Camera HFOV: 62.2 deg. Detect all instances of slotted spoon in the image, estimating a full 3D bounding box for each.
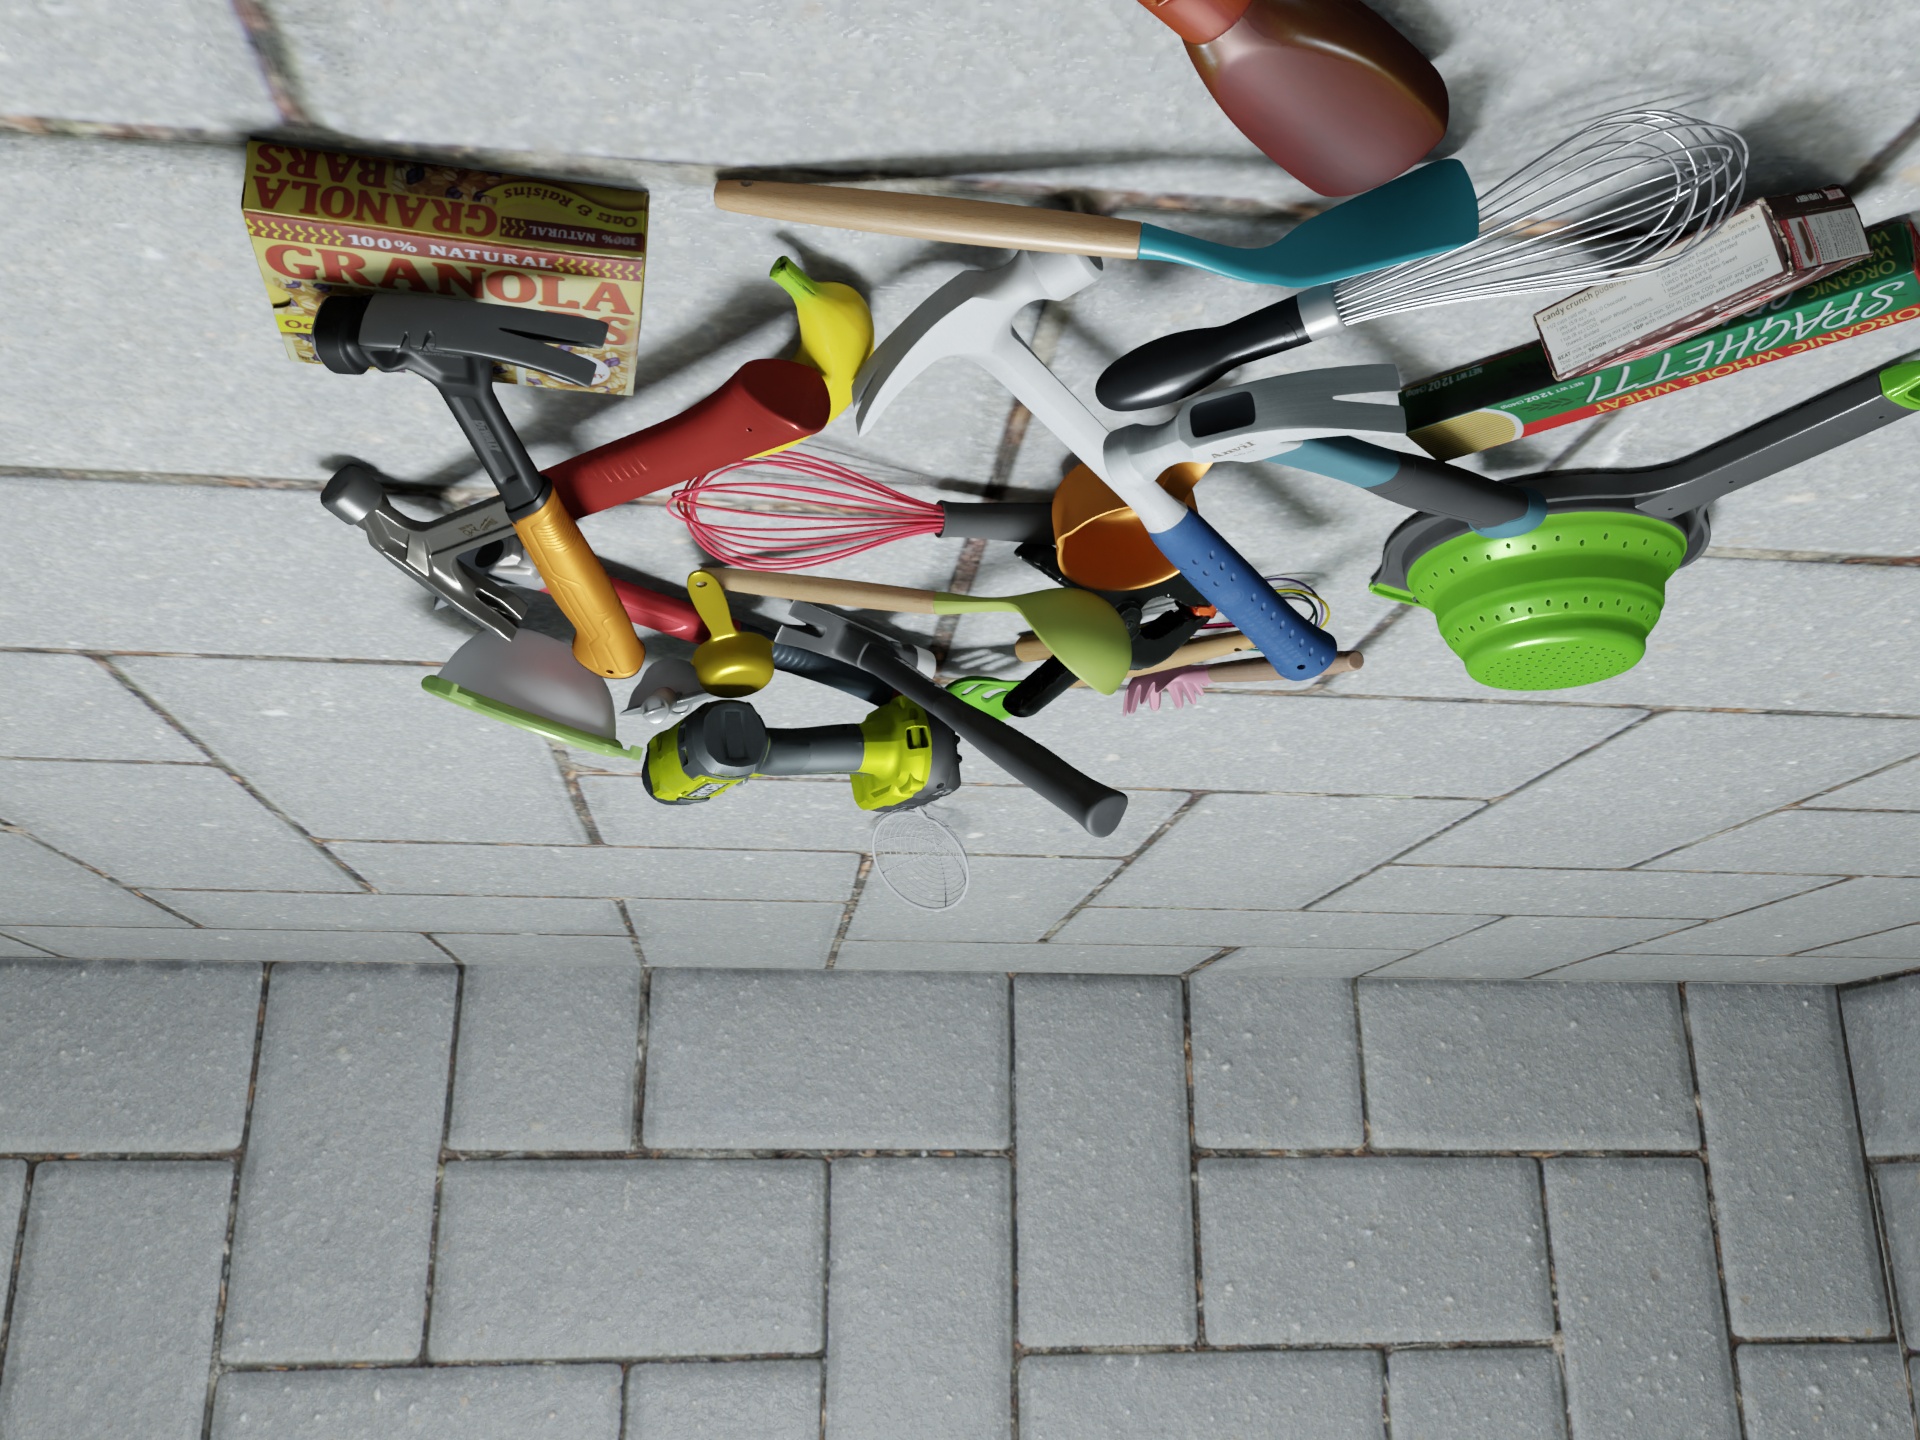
[{"bbox_3d":[0.095,-0.034,1.193,0.070,0.031,0.314,24,156,-38],"label":"slotted spoon"}]

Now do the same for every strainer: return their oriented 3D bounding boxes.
[{"bbox_3d":[-0.217,-0.018,1.173,0.087,0.050,0.258,-14,-174,-6],"label":"strainer"},{"bbox_3d":[-0.332,-0.035,1.209,0.151,0.069,0.256,21,178,-27],"label":"strainer"}]

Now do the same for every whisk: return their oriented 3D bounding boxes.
[{"bbox_3d":[0.187,-0.189,0.688,0.284,0.070,0.070,-16,157,25],"label":"whisk"},{"bbox_3d":[-0.031,-0.123,0.964,0.295,0.073,0.073,0,164,-22],"label":"whisk"},{"bbox_3d":[0.153,-0.064,1.177,0.245,0.051,0.047,-7,168,29],"label":"whisk"}]

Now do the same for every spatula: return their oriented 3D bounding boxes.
[{"bbox_3d":[0.051,-0.217,0.672,0.317,0.082,0.044,7,133,4],"label":"spatula"}]

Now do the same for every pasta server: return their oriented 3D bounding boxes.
[{"bbox_3d":[0.204,-0.029,1.182,0.060,0.040,0.316,-8,-178,-20],"label":"pasta server"}]

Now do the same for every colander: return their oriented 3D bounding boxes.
[{"bbox_3d":[0.424,-0.098,0.975,0.204,0.095,0.397,9,161,-27],"label":"colander"}]

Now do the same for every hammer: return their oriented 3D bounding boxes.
[{"bbox_3d":[-0.204,-0.124,0.886,0.359,0.037,0.149,-10,142,39],"label":"hammer"},{"bbox_3d":[-0.192,-0.063,1.180,0.143,0.038,0.386,-13,159,39],"label":"hammer"},{"bbox_3d":[-0.212,-0.104,0.836,0.127,0.034,0.336,6,157,6],"label":"hammer"},{"bbox_3d":[0.223,-0.130,0.836,0.128,0.033,0.330,-13,169,41],"label":"hammer"},{"bbox_3d":[0.103,-0.115,0.874,0.144,0.035,0.405,-26,144,25],"label":"hammer"},{"bbox_3d":[-0.002,-0.003,1.078,0.146,0.035,0.335,20,-171,-39],"label":"hammer"}]

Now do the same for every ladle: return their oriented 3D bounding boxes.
[{"bbox_3d":[-0.040,-0.067,1.029,0.320,0.062,0.078,9,179,27],"label":"ladle"}]

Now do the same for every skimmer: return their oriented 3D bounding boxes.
[{"bbox_3d":[-0.063,0.112,1.657,0.127,0.090,0.363,28,167,17],"label":"skimmer"}]

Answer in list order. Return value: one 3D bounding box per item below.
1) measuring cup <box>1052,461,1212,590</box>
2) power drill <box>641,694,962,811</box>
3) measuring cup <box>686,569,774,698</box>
[{"bbox_3d":[0.113,-0.144,0.916,0.095,0.052,0.173,5,147,-21],"label":"measuring cup"},{"bbox_3d":[-0.127,0.030,1.232,0.223,0.080,0.171,0,166,-29],"label":"power drill"},{"bbox_3d":[-0.164,-0.057,1.095,0.062,0.029,0.156,-14,157,-2],"label":"measuring cup"}]
